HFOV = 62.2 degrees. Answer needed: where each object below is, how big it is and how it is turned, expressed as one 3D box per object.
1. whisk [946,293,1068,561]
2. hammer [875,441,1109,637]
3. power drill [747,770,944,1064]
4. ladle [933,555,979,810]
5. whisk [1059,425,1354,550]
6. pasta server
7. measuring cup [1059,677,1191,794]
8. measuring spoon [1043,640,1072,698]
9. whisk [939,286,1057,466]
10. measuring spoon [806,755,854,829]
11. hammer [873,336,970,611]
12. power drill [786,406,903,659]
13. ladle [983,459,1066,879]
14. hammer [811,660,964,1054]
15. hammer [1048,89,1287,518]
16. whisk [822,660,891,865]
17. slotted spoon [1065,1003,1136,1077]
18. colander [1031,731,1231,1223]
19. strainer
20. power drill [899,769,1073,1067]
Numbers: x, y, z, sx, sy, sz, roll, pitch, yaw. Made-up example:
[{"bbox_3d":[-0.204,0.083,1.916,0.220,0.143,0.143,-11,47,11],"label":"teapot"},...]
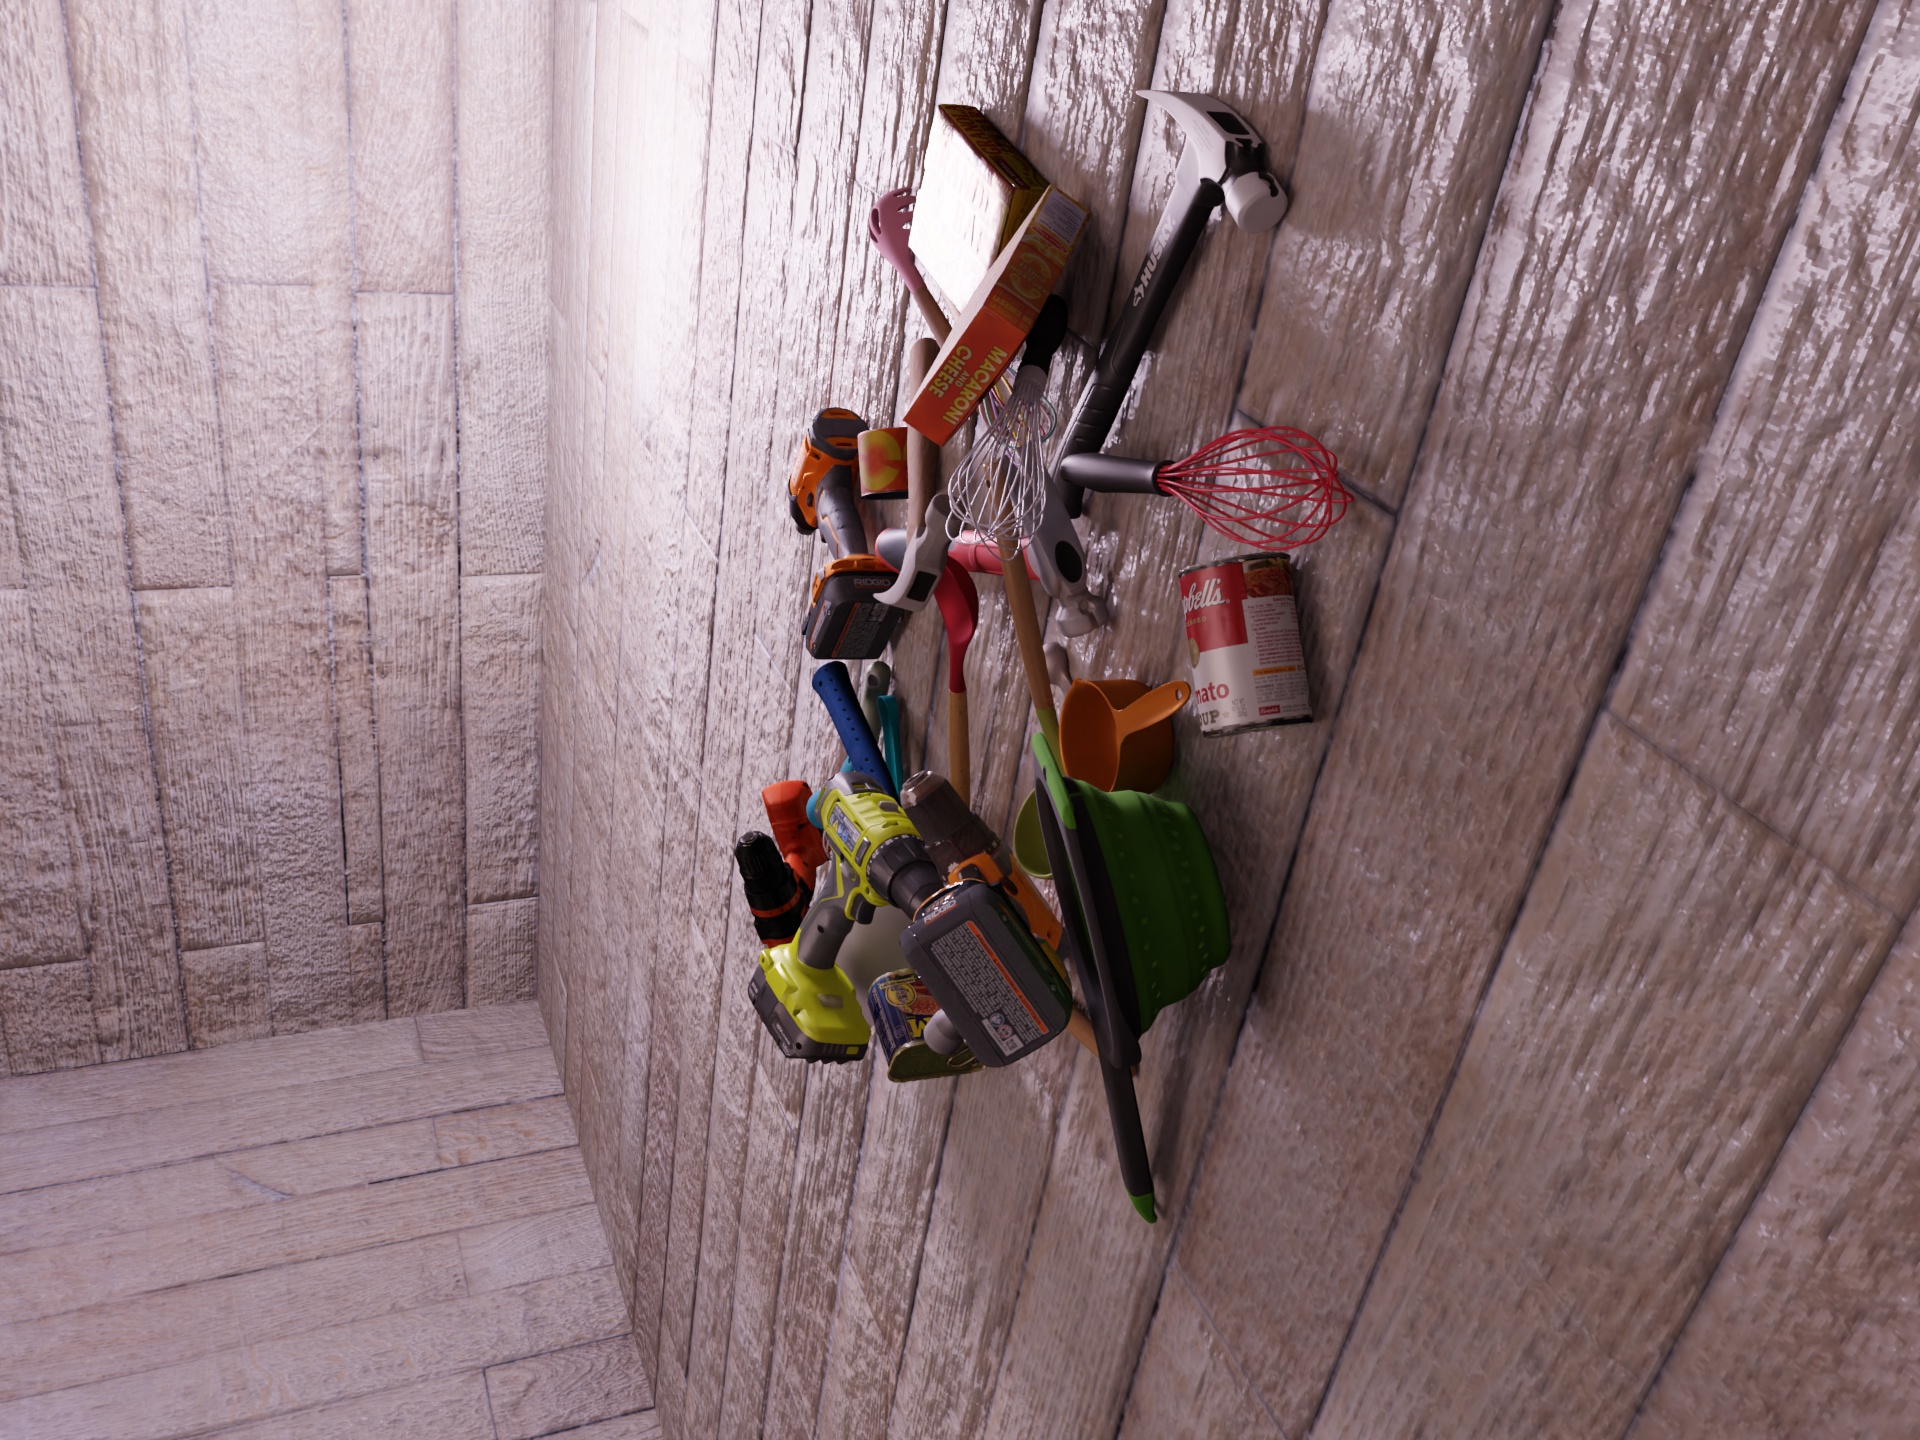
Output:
[{"bbox_3d":[0.042,-0.214,1.098,0.070,0.070,0.285,114,173,-48],"label":"whisk"},{"bbox_3d":[0.000,-0.153,1.306,0.143,0.038,0.386,65,164,-17],"label":"hammer"},{"bbox_3d":[-0.092,0.182,1.378,0.191,0.080,0.228,45,118,49],"label":"power drill"},{"bbox_3d":[-0.002,-0.004,1.344,0.069,0.031,0.315,44,145,46],"label":"ladle"},{"bbox_3d":[0.140,-0.150,0.993,0.296,0.073,0.073,-158,65,-62],"label":"whisk"},{"bbox_3d":[-0.017,-0.351,1.370,0.317,0.040,0.060,64,149,31],"label":"pasta server"},{"bbox_3d":[0.128,0.002,1.081,0.173,0.052,0.095,-35,63,61],"label":"measuring cup"},{"bbox_3d":[0.083,-0.010,1.217,0.034,0.018,0.124,113,143,-46],"label":"measuring spoon"},{"bbox_3d":[0.023,-0.289,1.268,0.051,0.047,0.245,-36,47,18],"label":"whisk"},{"bbox_3d":[-0.131,0.066,1.596,0.128,0.021,0.042,122,144,-48],"label":"measuring spoon"},{"bbox_3d":[-0.031,-0.209,1.283,0.332,0.031,0.130,-91,22,-47],"label":"hammer"},{"bbox_3d":[-0.123,-0.173,1.576,0.164,0.084,0.227,122,142,-54],"label":"power drill"},{"bbox_3d":[0.047,-0.030,1.159,0.078,0.062,0.320,17,126,52],"label":"ladle"},{"bbox_3d":[-0.054,0.093,1.436,0.144,0.035,0.406,-58,42,34],"label":"hammer"},{"bbox_3d":[0.113,-0.264,1.081,0.334,0.035,0.146,115,142,-48],"label":"hammer"},{"bbox_3d":[-0.100,0.051,1.614,0.058,0.059,0.246,23,118,22],"label":"whisk"},{"bbox_3d":[0.057,0.215,1.311,0.314,0.031,0.070,34,125,58],"label":"slotted spoon"},{"bbox_3d":[0.133,0.185,1.076,0.205,0.094,0.396,-108,5,-61],"label":"colander"},{"bbox_3d":[-0.091,0.148,1.543,0.211,0.095,0.340,-173,78,-66],"label":"strainer"},{"bbox_3d":[0.011,0.135,1.168,0.185,0.084,0.226,55,-171,-7],"label":"power drill"}]
